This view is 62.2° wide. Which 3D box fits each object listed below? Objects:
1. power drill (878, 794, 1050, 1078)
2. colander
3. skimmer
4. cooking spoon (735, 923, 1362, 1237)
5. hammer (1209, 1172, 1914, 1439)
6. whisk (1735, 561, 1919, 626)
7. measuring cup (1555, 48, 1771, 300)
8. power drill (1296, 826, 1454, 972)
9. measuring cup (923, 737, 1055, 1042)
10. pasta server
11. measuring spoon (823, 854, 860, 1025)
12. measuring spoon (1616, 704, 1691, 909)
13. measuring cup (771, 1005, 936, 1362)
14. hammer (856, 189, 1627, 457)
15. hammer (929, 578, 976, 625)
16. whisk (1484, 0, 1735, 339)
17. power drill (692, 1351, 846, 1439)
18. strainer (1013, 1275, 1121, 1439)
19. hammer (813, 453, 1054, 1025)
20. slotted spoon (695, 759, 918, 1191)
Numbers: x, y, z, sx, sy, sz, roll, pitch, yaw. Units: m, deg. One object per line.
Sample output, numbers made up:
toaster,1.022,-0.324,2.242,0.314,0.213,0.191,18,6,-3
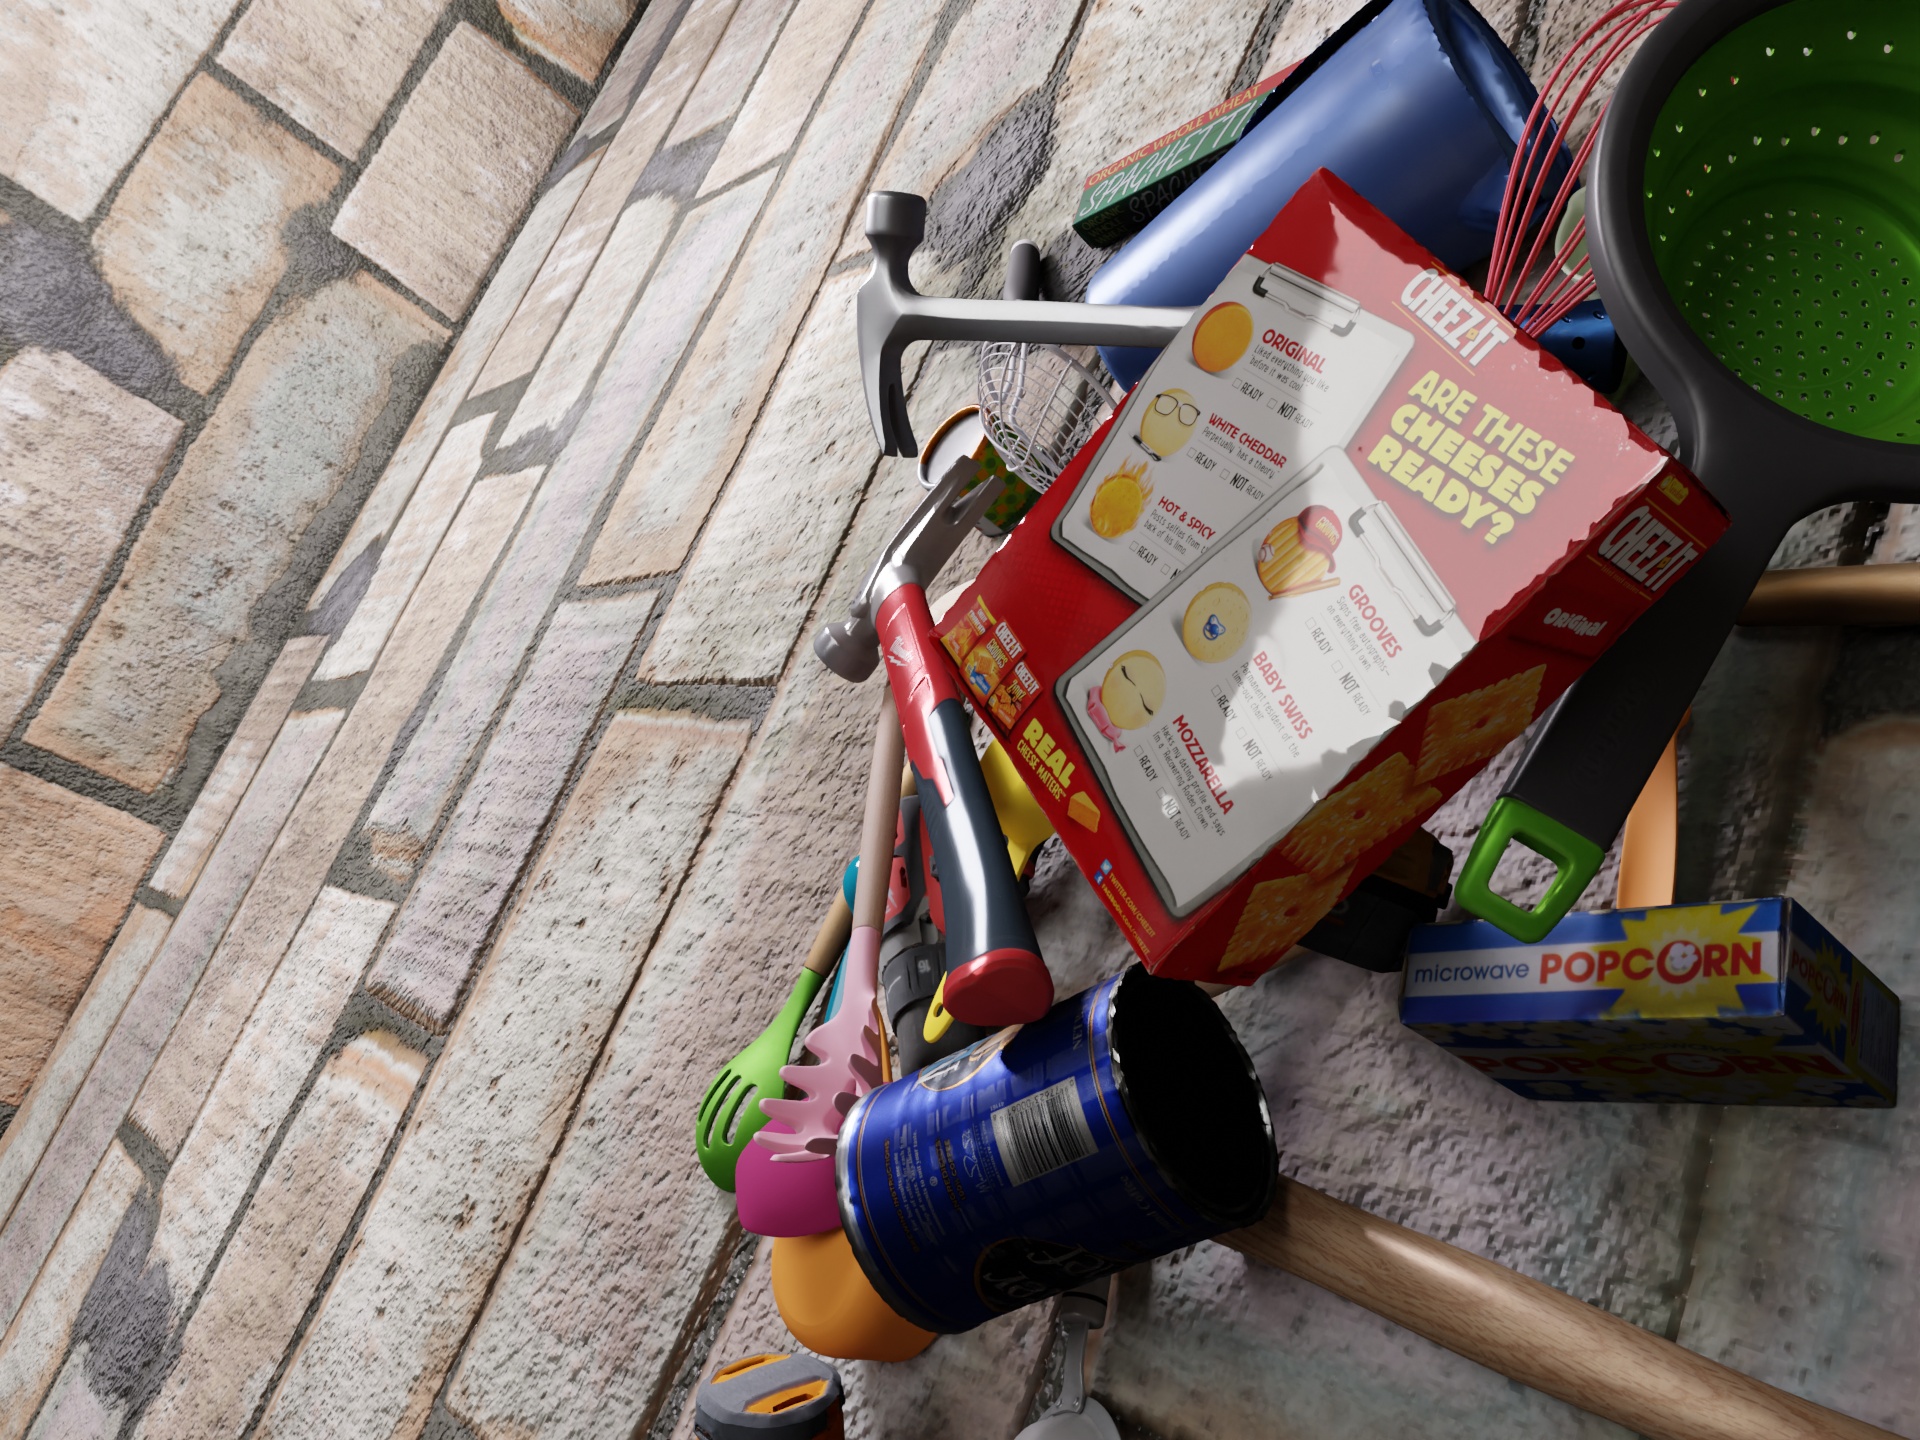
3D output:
power drill,0.038,0.073,0.783,0.226,0.080,0.188,-41,35,27
colander,0.274,-0.096,0.555,0.397,0.204,0.094,-58,-10,-7
skimmer,0.064,-0.251,1.027,0.090,0.127,0.364,-25,31,21
cooking spoon,0.030,0.150,0.705,0.319,0.017,0.069,-28,46,14
hammer,0.196,0.203,0.502,0.331,0.031,0.130,6,66,55
whisk,0.356,-0.041,0.498,0.245,0.051,0.047,3,70,57
measuring cup,0.339,-0.252,0.709,0.167,0.038,0.083,-50,33,5
power drill,0.177,-0.019,0.628,0.084,0.185,0.226,19,89,22
measuring cup,0.010,0.070,0.725,0.062,0.029,0.156,7,69,59
pasta server,-0.049,0.082,0.795,0.060,0.040,0.317,-33,35,32
measuring spoon,-0.059,0.131,0.892,0.042,0.021,0.129,9,69,15
measuring spoon,0.257,0.041,0.586,0.021,0.011,0.117,-10,58,48
measuring cup,-0.053,0.215,0.761,0.095,0.052,0.174,-30,56,38
hammer,0.117,-0.191,0.800,0.406,0.035,0.144,11,102,30
hammer,0.068,-0.082,0.805,0.146,0.038,0.410,-44,10,-25
whisk,0.231,-0.163,0.676,0.073,0.073,0.295,-104,31,-49
power drill,-0.027,0.354,0.592,0.226,0.084,0.164,4,98,54
strainer,0.046,0.250,0.651,0.087,0.050,0.259,-38,31,50
hammer,-0.001,-0.002,0.741,0.143,0.038,0.387,-51,25,17
slotted spoon,-0.074,0.123,0.928,0.070,0.031,0.314,13,71,48
